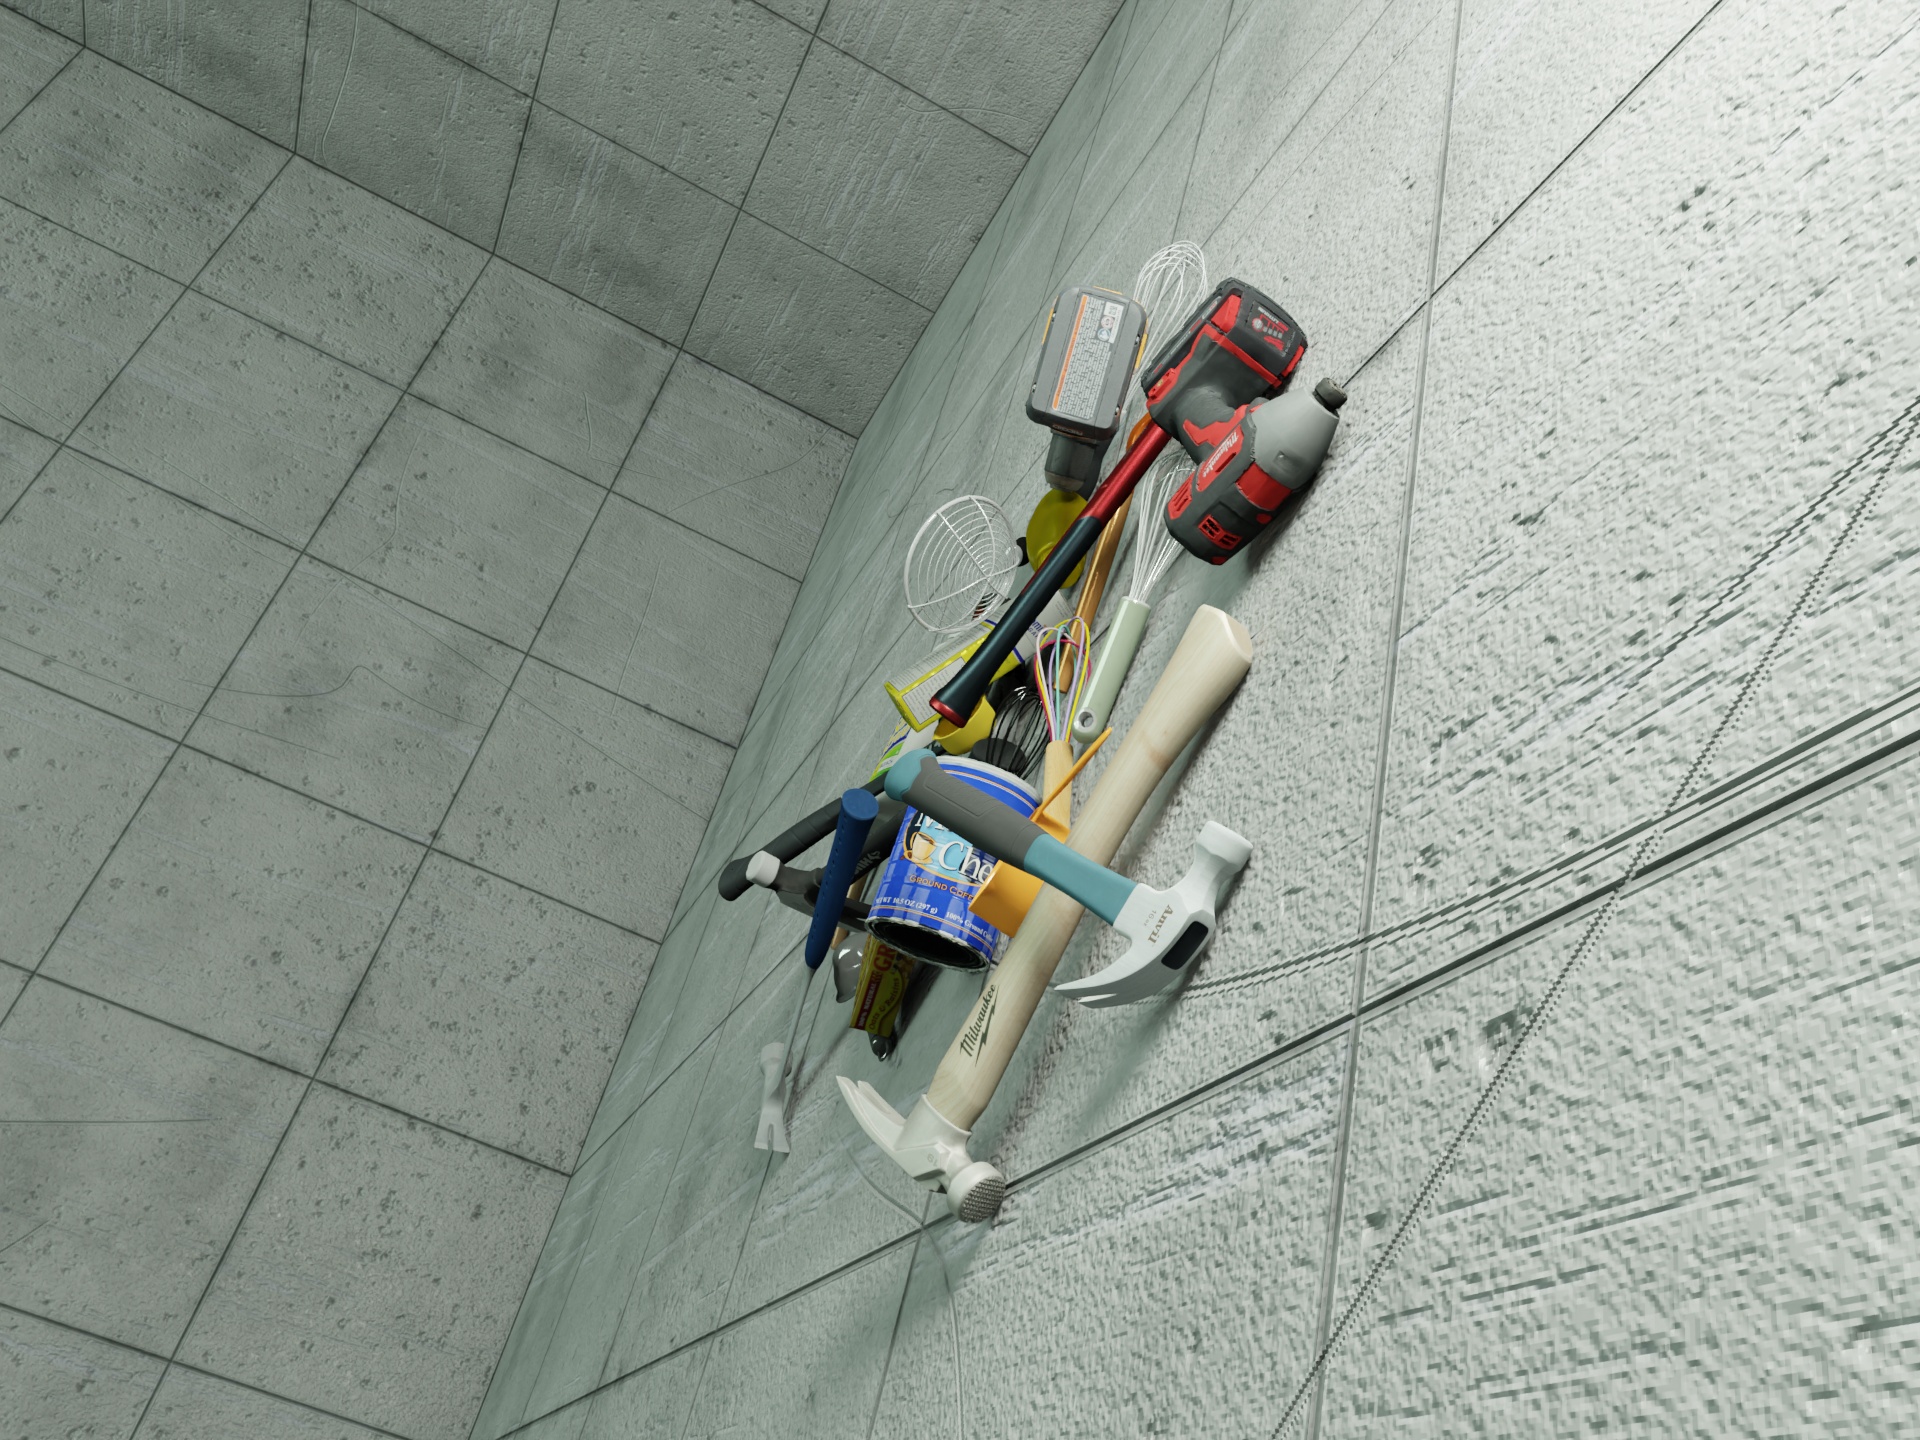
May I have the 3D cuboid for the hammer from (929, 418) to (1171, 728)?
[{"bbox_3d":[0.104,-0.155,1.290,0.386,0.038,0.143,-53,10,1],"label":"hammer"}]

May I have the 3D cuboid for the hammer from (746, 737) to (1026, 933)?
[{"bbox_3d":[-0.053,0.106,1.477,0.334,0.146,0.035,-37,30,41],"label":"hammer"}]

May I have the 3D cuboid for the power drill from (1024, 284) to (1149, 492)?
[{"bbox_3d":[0.109,-0.290,1.406,0.226,0.084,0.185,-58,-16,-78],"label":"power drill"}]

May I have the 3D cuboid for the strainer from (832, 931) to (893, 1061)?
[{"bbox_3d":[-0.087,0.249,1.468,0.087,0.050,0.259,-49,18,5],"label":"strainer"}]

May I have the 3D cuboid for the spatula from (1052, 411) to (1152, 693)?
[{"bbox_3d":[0.144,-0.172,1.379,0.081,0.041,0.323,166,124,-73],"label":"spatula"}]

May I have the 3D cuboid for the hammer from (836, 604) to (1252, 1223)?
[{"bbox_3d":[0.062,0.108,1.028,0.146,0.038,0.410,31,92,45],"label":"hammer"}]

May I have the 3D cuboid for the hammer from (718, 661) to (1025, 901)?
[{"bbox_3d":[-0.095,0.078,1.557,0.409,0.036,0.149,-34,31,29],"label":"hammer"}]

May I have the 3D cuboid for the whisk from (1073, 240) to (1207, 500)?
[{"bbox_3d":[0.161,-0.324,1.530,0.070,0.070,0.284,-93,26,-65],"label":"whisk"}]

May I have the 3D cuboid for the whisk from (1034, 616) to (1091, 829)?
[{"bbox_3d":[0.077,0.009,1.255,0.051,0.047,0.245,79,-167,-46],"label":"whisk"}]

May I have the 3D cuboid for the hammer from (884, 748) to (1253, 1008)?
[{"bbox_3d":[0.043,0.079,1.005,0.128,0.033,0.331,-60,34,-3],"label":"hammer"}]

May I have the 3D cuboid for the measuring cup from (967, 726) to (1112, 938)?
[{"bbox_3d":[0.072,0.080,1.092,0.173,0.052,0.095,-54,-1,28],"label":"measuring cup"}]

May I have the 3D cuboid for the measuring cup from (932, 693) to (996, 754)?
[{"bbox_3d":[-0.002,-0.005,1.464,0.062,0.029,0.157,-40,16,1],"label":"measuring cup"}]

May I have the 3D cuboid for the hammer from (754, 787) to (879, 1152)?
[{"bbox_3d":[-0.140,0.238,1.505,0.144,0.035,0.405,-94,18,-55],"label":"hammer"}]

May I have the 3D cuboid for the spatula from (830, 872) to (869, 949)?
[{"bbox_3d":[-0.077,0.103,1.743,0.082,0.044,0.317,170,120,-74],"label":"spatula"}]

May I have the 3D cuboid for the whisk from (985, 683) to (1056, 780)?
[{"bbox_3d":[0.024,0.078,1.336,0.055,0.055,0.239,-136,68,-77],"label":"whisk"}]

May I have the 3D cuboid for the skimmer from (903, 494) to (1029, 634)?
[{"bbox_3d":[0.019,-0.161,1.530,0.363,0.090,0.127,-58,-15,-77],"label":"skimmer"}]

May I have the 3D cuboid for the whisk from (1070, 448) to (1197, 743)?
[{"bbox_3d":[0.138,-0.097,1.221,0.246,0.058,0.059,-68,-22,-2],"label":"whisk"}]

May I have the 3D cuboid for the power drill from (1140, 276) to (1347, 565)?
[{"bbox_3d":[0.198,-0.215,1.109,0.143,0.078,0.220,-47,24,29],"label":"power drill"}]
